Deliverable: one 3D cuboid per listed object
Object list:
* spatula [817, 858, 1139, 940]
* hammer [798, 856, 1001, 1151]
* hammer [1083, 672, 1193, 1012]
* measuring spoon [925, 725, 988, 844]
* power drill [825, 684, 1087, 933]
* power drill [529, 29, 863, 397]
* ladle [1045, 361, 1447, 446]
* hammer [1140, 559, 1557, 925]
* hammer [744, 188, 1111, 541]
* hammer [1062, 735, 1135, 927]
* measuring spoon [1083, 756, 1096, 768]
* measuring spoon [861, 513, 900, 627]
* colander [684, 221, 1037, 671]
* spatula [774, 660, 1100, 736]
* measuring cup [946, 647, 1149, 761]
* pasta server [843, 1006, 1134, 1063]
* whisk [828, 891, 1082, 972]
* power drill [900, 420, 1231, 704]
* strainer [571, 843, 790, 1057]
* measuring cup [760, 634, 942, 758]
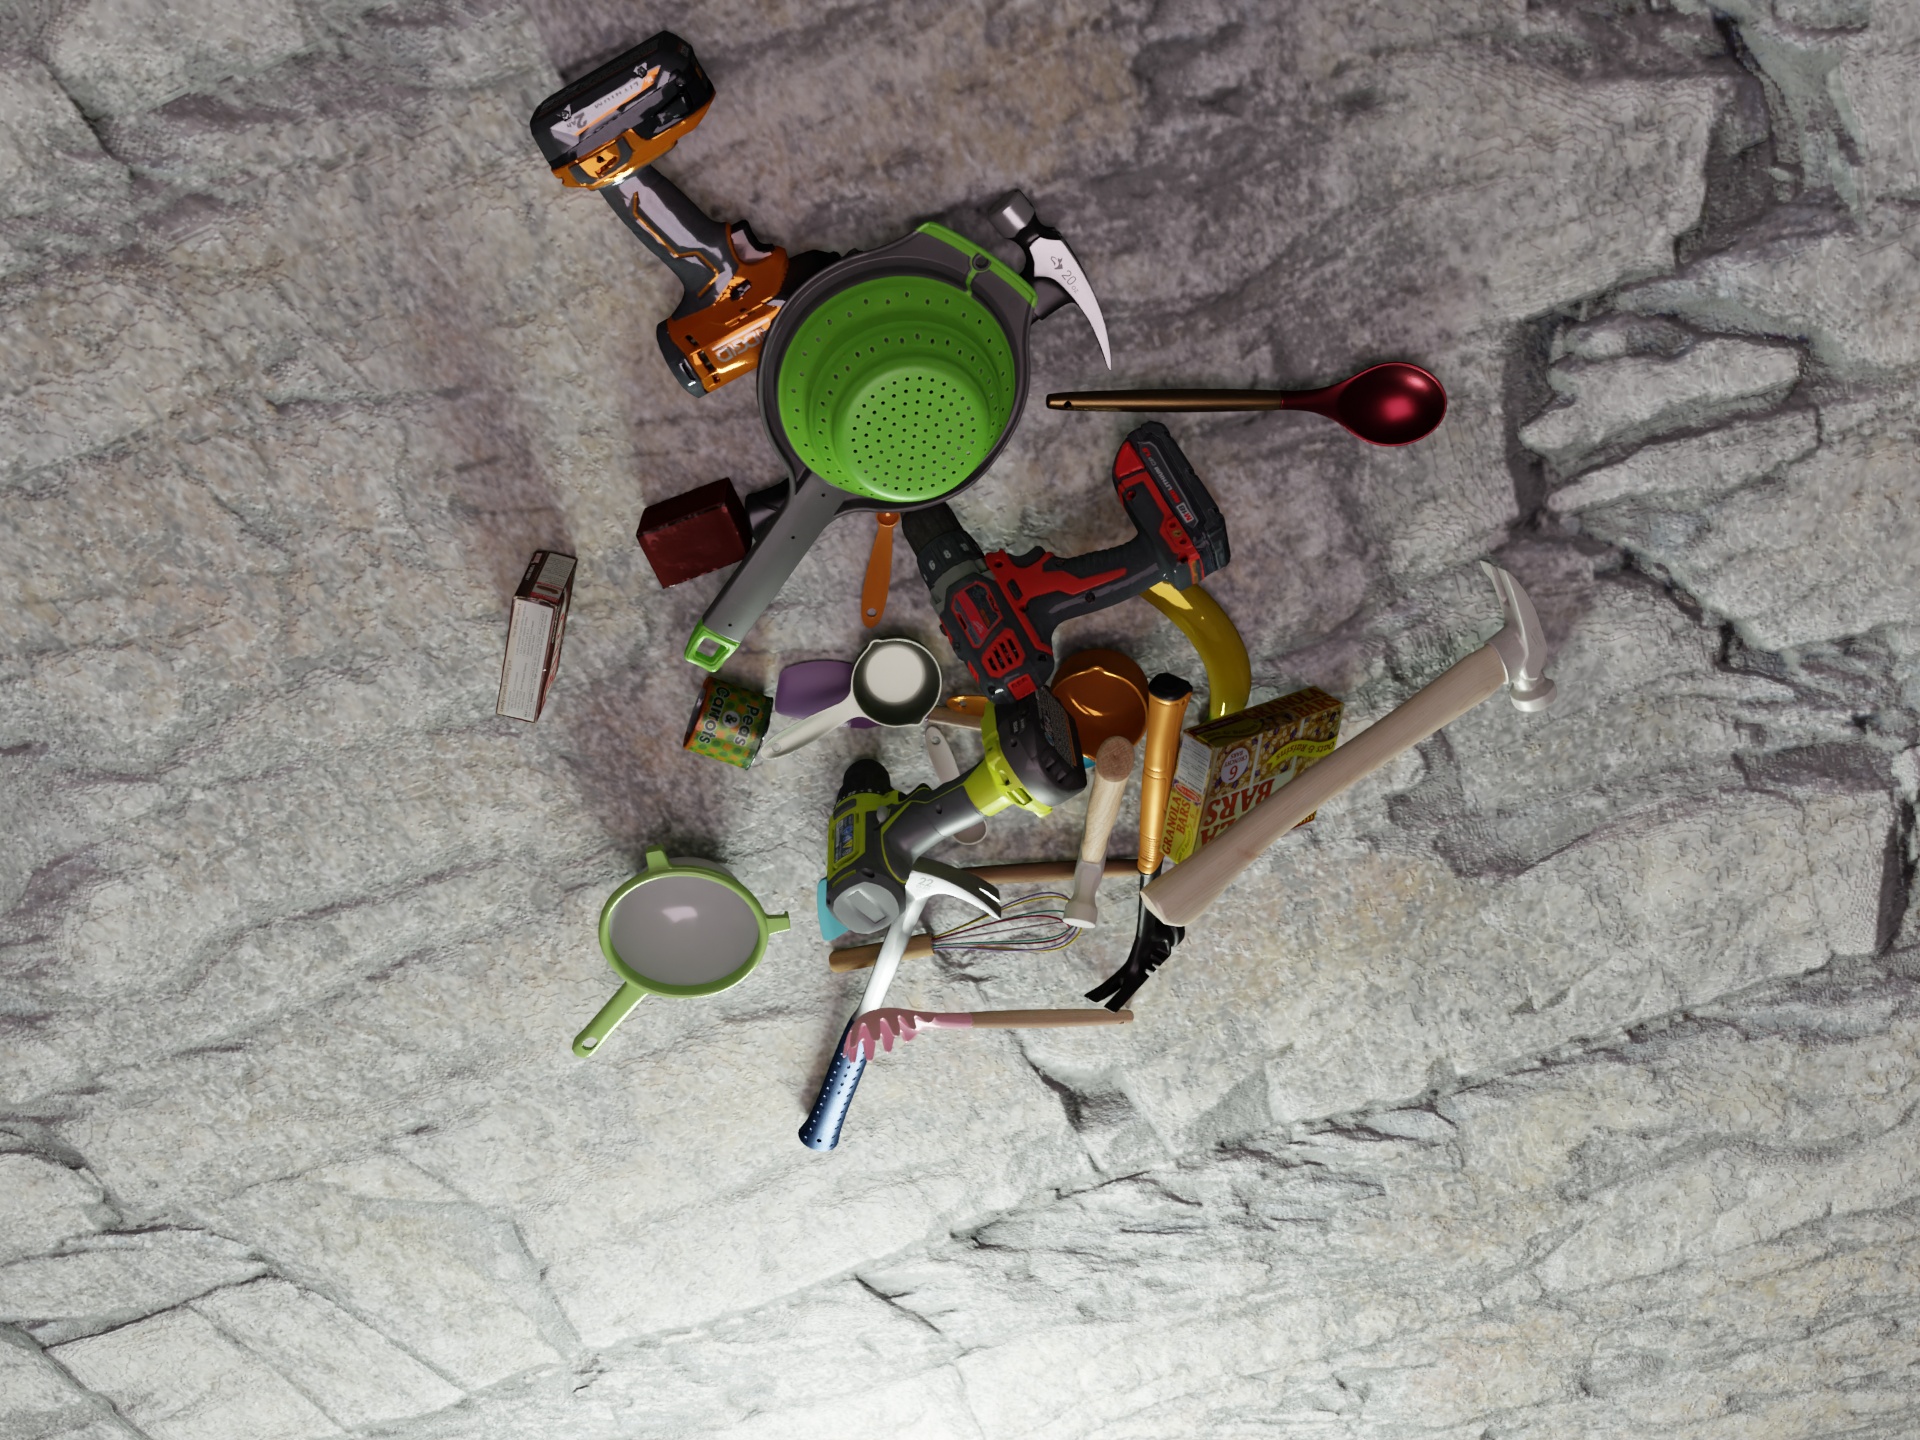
[{"bbox_3d":[0.027,0.151,1.461,0.317,0.044,0.082,-3,129,-3],"label":"spatula"},{"bbox_3d":[-0.081,0.277,1.502,0.144,0.035,0.405,12,128,-12],"label":"hammer"},{"bbox_3d":[0.163,0.104,1.379,0.034,0.127,0.336,25,134,29],"label":"hammer"},{"bbox_3d":[-0.006,0.055,1.421,0.034,0.018,0.124,-16,114,8],"label":"measuring spoon"},{"bbox_3d":[-0.016,0.054,1.308,0.228,0.191,0.080,-34,119,18],"label":"power drill"},{"bbox_3d":[-0.177,-0.357,1.120,0.164,0.084,0.226,-25,124,11],"label":"power drill"},{"bbox_3d":[0.220,-0.245,1.223,0.315,0.031,0.069,-2,121,-9],"label":"ladle"},{"bbox_3d":[0.319,0.031,1.325,0.410,0.038,0.146,-34,119,-9],"label":"hammer"},{"bbox_3d":[-0.036,-0.241,1.223,0.334,0.035,0.146,-37,116,18],"label":"hammer"},{"bbox_3d":[0.116,0.075,1.299,0.031,0.130,0.331,11,162,5],"label":"hammer"},{"bbox_3d":[0.070,0.040,1.407,0.128,0.021,0.042,-15,132,7],"label":"measuring spoon"},{"bbox_3d":[-0.067,-0.127,1.307,0.021,0.011,0.116,7,124,-7],"label":"measuring spoon"},{"bbox_3d":[-0.088,-0.166,1.171,0.204,0.095,0.397,26,116,-28],"label":"colander"},{"bbox_3d":[-0.002,-0.004,1.379,0.316,0.018,0.059,10,112,-9],"label":"spatula"},{"bbox_3d":[0.077,-0.021,1.360,0.173,0.052,0.095,4,124,12],"label":"measuring cup"},{"bbox_3d":[0.033,0.288,1.493,0.316,0.040,0.060,5,145,-29],"label":"pasta server"},{"bbox_3d":[-0.004,0.210,1.497,0.245,0.051,0.047,-12,127,7],"label":"whisk"},{"bbox_3d":[0.075,-0.140,1.236,0.226,0.188,0.080,-30,161,4],"label":"power drill"},{"bbox_3d":[-0.282,0.212,1.465,0.151,0.069,0.256,32,115,-23],"label":"strainer"},{"bbox_3d":[-0.094,-0.014,1.340,0.167,0.038,0.083,-28,105,4],"label":"measuring cup"}]
